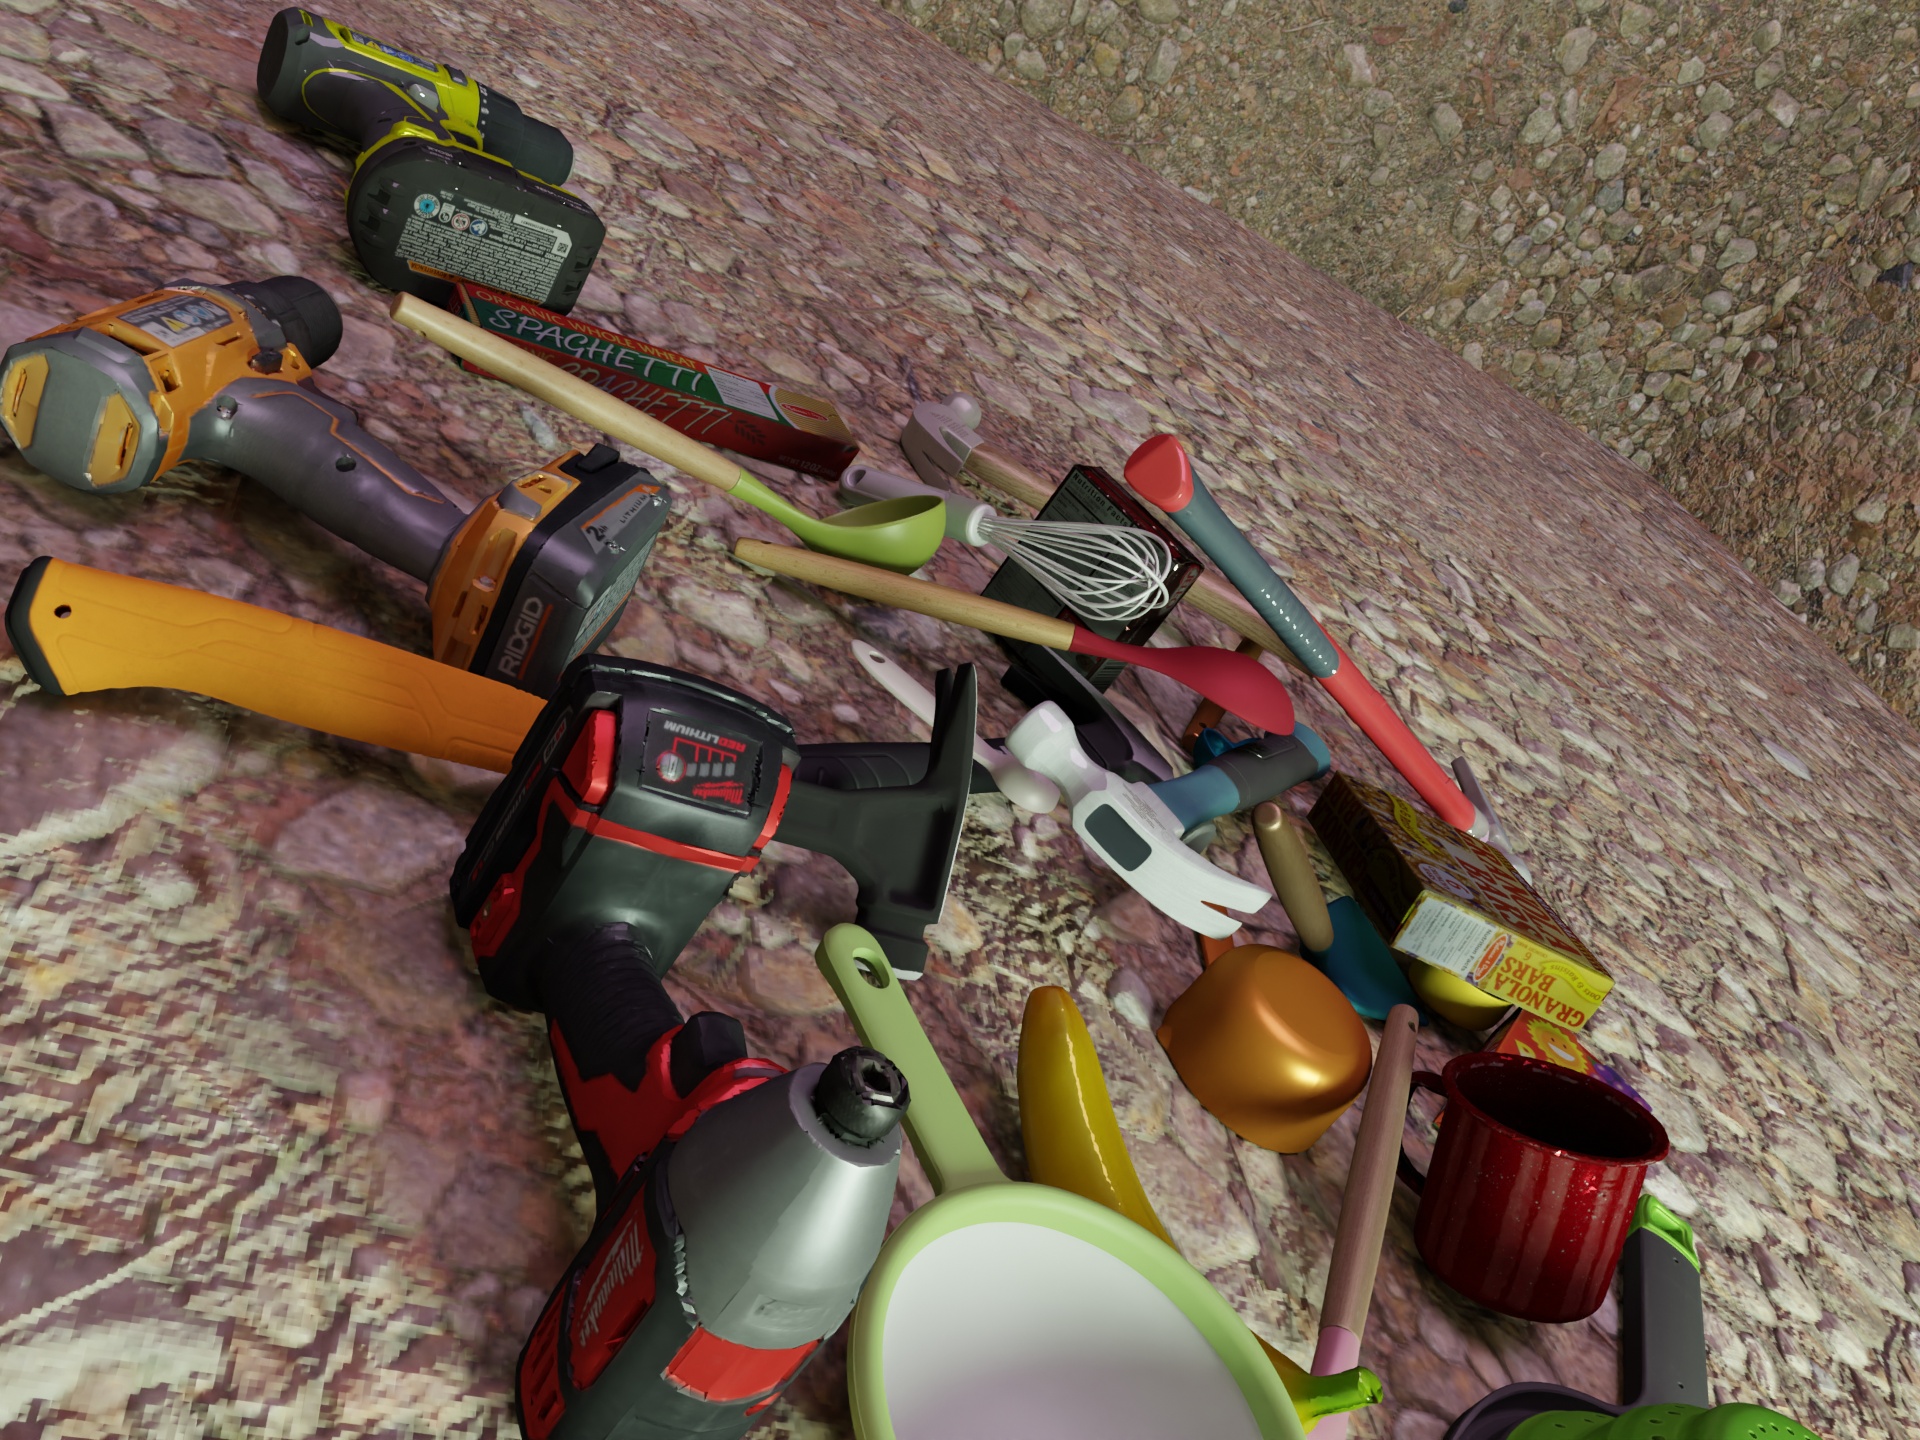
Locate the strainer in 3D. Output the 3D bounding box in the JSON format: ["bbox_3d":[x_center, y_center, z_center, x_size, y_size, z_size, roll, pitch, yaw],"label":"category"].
[{"bbox_3d":[0.001,0.177,0.479,0.151,0.069,0.257,7,38,-40],"label":"strainer"}]

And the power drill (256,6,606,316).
[{"bbox_3d":[-0.295,-0.325,0.939,0.190,0.080,0.229,9,34,-41],"label":"power drill"}]

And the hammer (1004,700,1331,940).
[{"bbox_3d":[0.136,0.033,0.827,0.128,0.033,0.331,49,23,14],"label":"hammer"}]

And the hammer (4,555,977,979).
[{"bbox_3d":[-0.151,-0.001,0.573,0.336,0.127,0.034,17,-10,-23],"label":"hammer"}]

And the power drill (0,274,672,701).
[{"bbox_3d":[-0.239,-0.110,0.660,0.226,0.084,0.185,27,26,-6],"label":"power drill"}]

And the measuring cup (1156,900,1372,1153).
[{"bbox_3d":[0.140,0.118,0.746,0.095,0.052,0.174,26,30,-17],"label":"measuring cup"}]

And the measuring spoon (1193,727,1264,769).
[{"bbox_3d":[0.171,0.026,0.978,0.042,0.021,0.128,54,22,16],"label":"measuring spoon"}]

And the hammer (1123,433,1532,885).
[{"bbox_3d":[0.230,-0.040,0.997,0.386,0.038,0.143,44,22,-25],"label":"hammer"}]

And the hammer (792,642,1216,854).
[{"bbox_3d":[-0.015,0.019,0.750,0.334,0.035,0.146,-2,46,-50],"label":"hammer"}]

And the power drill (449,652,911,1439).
[{"bbox_3d":[-0.081,0.086,0.454,0.078,0.143,0.220,19,29,-33],"label":"power drill"}]

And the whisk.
[{"bbox_3d":[0.018,-0.108,0.896,0.246,0.058,0.059,24,-17,38],"label":"whisk"}]

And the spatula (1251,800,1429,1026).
[{"bbox_3d":[0.170,0.086,0.731,0.082,0.044,0.317,63,6,27],"label":"spatula"}]

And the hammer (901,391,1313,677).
[{"bbox_3d":[0.105,-0.124,1.084,0.331,0.031,0.130,32,29,7],"label":"hammer"}]

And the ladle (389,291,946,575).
[{"bbox_3d":[-0.132,-0.143,0.796,0.319,0.062,0.078,24,-11,-41],"label":"ladle"}]

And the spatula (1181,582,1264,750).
[{"bbox_3d":[0.194,-0.040,1.098,0.081,0.041,0.323,37,31,5],"label":"spatula"}]

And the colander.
[{"bbox_3d":[0.302,0.284,0.620,0.204,0.094,0.397,39,27,7],"label":"colander"}]

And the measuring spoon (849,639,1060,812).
[{"bbox_3d":[-0.001,-0.002,0.742,0.124,0.018,0.034,39,28,6],"label":"measuring spoon"}]

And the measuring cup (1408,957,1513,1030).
[{"bbox_3d":[0.255,0.122,0.914,0.062,0.029,0.157,18,20,-33],"label":"measuring cup"}]

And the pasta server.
[{"bbox_3d":[0.151,0.206,0.589,0.060,0.040,0.316,48,36,-9],"label":"pasta server"}]

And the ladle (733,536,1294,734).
[{"bbox_3d":[0.034,-0.051,0.847,0.315,0.031,0.069,15,22,-5],"label":"ladle"}]
